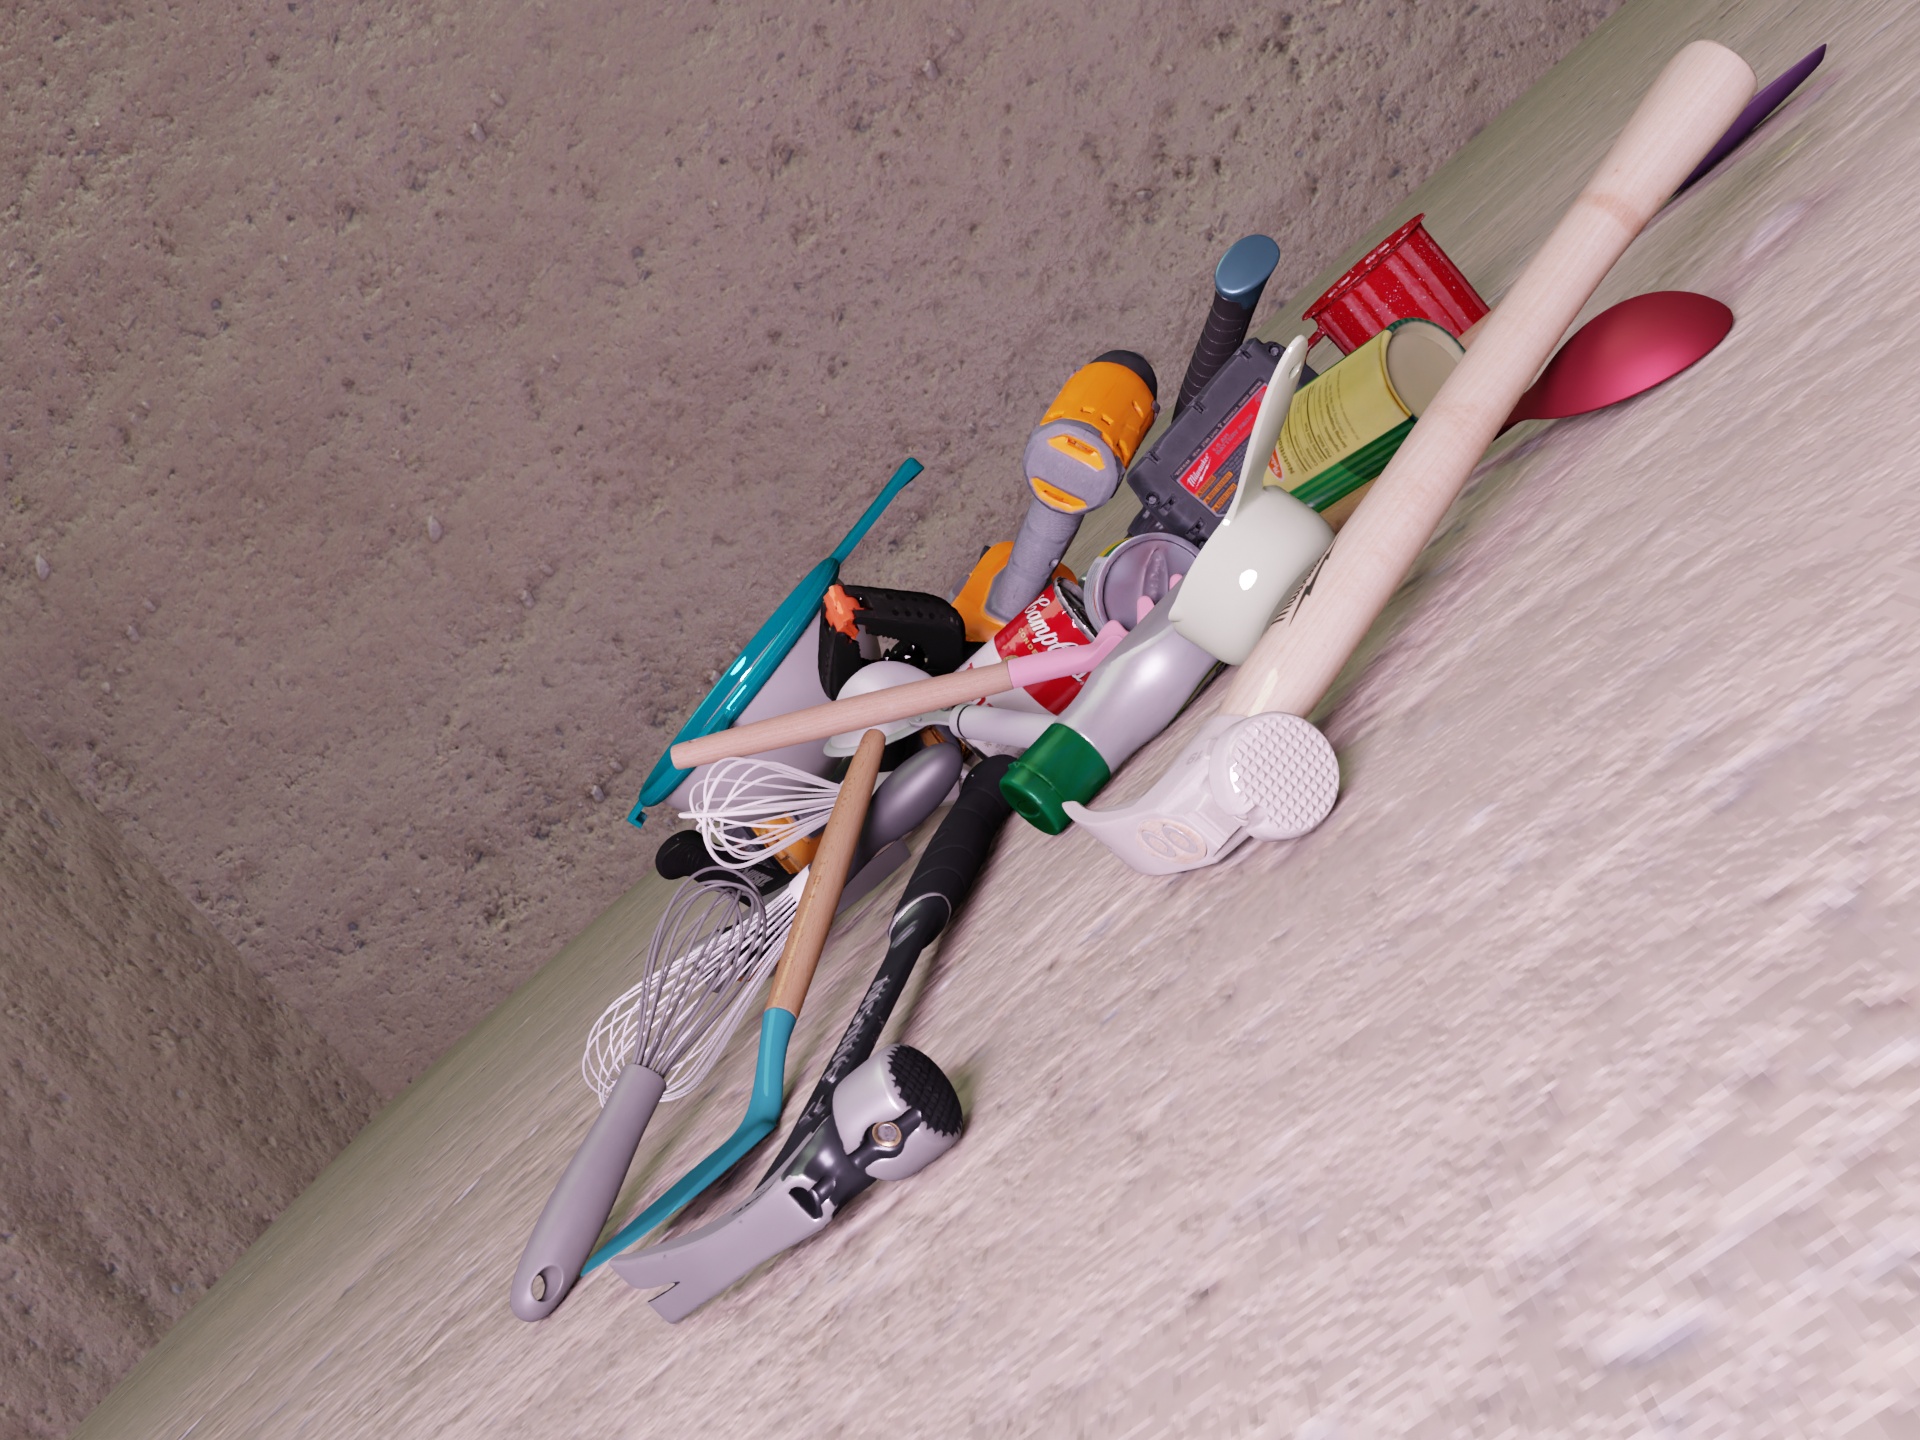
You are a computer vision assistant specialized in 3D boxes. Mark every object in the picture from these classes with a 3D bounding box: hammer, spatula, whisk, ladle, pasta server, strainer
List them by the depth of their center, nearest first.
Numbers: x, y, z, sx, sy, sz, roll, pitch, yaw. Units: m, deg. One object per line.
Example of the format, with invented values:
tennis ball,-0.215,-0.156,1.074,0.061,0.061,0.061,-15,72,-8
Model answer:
hammer,0.182,-0.110,0.595,0.411,0.038,0.146,-52,8,-19
hammer,-0.024,0.099,0.678,0.149,0.036,0.409,-41,6,21
ladle,0.208,-0.112,0.714,0.069,0.031,0.315,-46,5,-26
spatula,-0.083,0.109,0.727,0.082,0.044,0.318,-42,22,40
whisk,-0.153,0.169,0.756,0.055,0.055,0.239,-35,25,48
pasta server,-0.002,-0.024,0.823,0.316,0.040,0.060,-14,11,8
whisk,-0.101,0.111,0.852,0.284,0.070,0.070,-45,5,12
strainer,-0.001,-0.003,0.866,0.087,0.050,0.258,-36,26,-31
spatula,0.337,-0.251,0.885,0.316,0.018,0.059,-40,-11,22
whisk,-0.064,0.044,0.894,0.059,0.058,0.246,-5,0,33
hammer,-0.146,0.102,1.067,0.146,0.035,0.335,-33,13,-18
hammer,0.157,-0.202,1.097,0.128,0.033,0.330,-41,-16,-23
strainer,-0.089,-0.048,1.117,0.340,0.095,0.211,-56,12,-30

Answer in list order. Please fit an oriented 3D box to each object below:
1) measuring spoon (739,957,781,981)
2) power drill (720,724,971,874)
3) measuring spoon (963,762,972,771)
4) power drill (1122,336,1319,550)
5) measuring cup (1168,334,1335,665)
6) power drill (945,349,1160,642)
measuring spoon,-0.113,0.151,0.994,0.021,0.011,0.117,-46,11,-33
power drill,-0.059,0.023,1.213,0.226,0.084,0.185,-33,10,30
measuring spoon,-0.034,0.056,1.092,0.124,0.018,0.034,-35,10,48
power drill,0.151,-0.139,0.987,0.188,0.080,0.226,-48,-2,7
measuring cup,0.130,-0.083,0.638,0.083,0.038,0.167,-41,-23,-25
power drill,0.066,-0.139,1.068,0.164,0.084,0.226,-60,-4,-48
